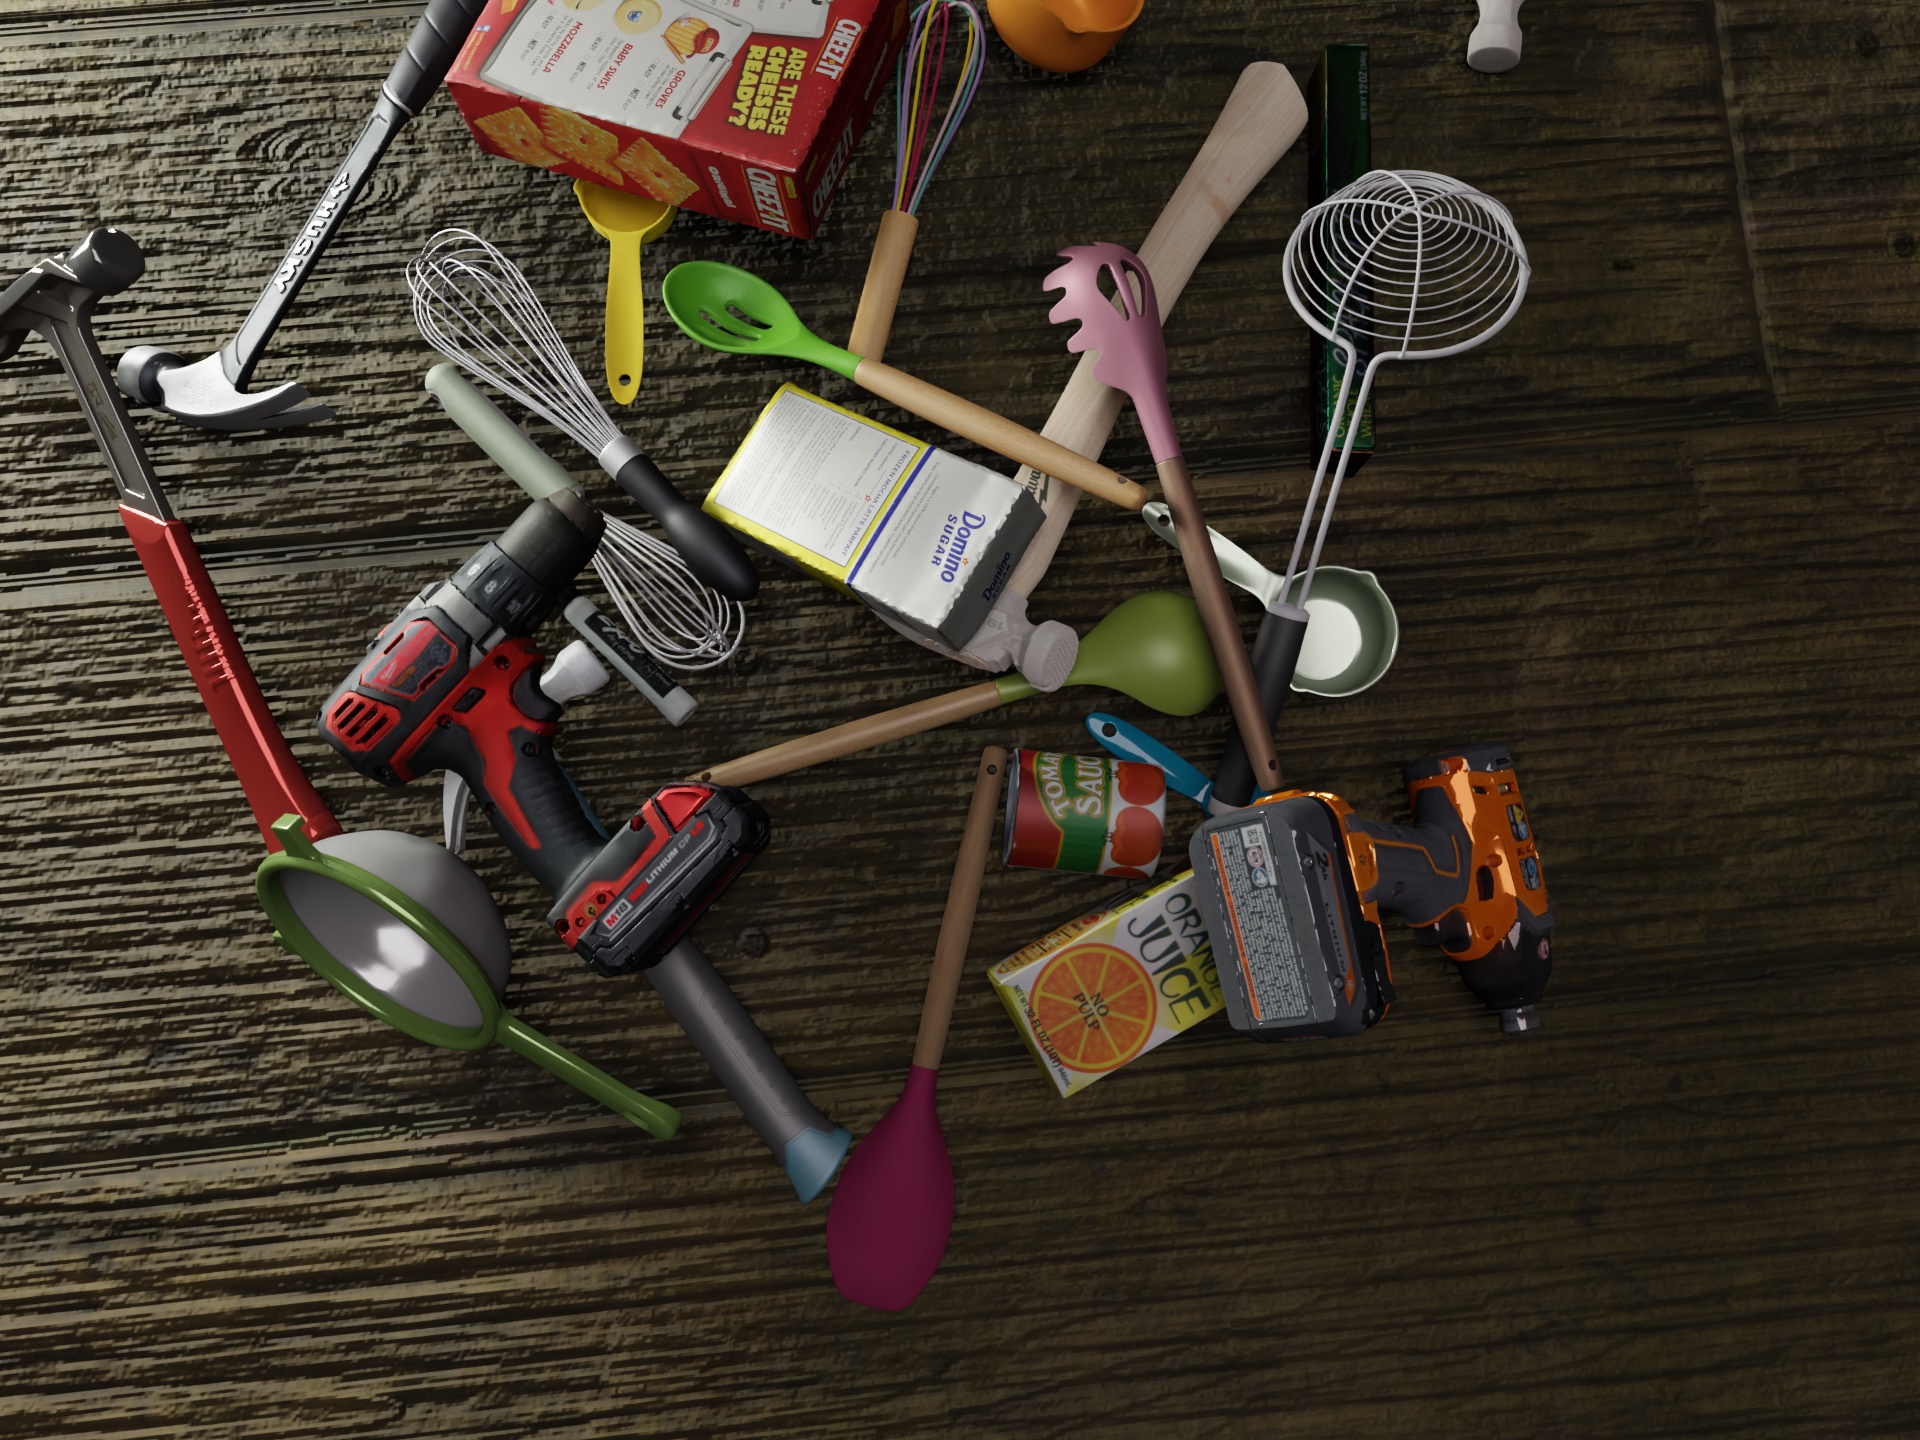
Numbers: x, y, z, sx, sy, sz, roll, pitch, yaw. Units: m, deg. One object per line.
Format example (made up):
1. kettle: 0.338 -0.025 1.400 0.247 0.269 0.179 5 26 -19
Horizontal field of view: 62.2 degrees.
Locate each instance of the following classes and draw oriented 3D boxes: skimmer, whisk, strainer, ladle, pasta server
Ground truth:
1. skimmer: 0.205 -0.120 0.878 0.127 0.090 0.363 19 105 17
2. whisk: -0.211 -0.170 0.894 0.070 0.070 0.285 -44 81 -6
3. strainer: -0.247 0.131 0.848 0.256 0.151 0.069 32 52 -1
4. ladle: -0.001 -0.003 0.911 0.320 0.062 0.078 -17 63 3
5. whisk: -0.218 -0.120 0.909 0.246 0.057 0.059 44 79 7
6. pasta server: 0.118 -0.113 0.860 0.060 0.040 0.316 -18 90 -18
7. whisk: -0.032 -0.320 0.942 0.051 0.047 0.245 15 86 -2

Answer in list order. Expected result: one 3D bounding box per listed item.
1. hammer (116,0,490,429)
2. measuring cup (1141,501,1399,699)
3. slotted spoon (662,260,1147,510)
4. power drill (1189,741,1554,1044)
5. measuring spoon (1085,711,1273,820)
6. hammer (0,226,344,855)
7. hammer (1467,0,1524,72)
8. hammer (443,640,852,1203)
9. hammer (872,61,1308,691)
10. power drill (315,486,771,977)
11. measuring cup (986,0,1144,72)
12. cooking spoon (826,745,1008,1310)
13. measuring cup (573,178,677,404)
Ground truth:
1. hammer: -0.330 -0.342 0.915 0.149 0.036 0.409 19 77 30
2. measuring cup: 0.174 -0.074 0.925 0.167 0.038 0.083 34 83 4
3. slotted spoon: -0.036 -0.185 0.891 0.314 0.031 0.070 28 51 18
4. power drill: 0.234 0.104 0.842 0.226 0.084 0.164 -8 82 -40
5. measuring spoon: 0.128 0.032 0.916 0.128 0.021 0.042 32 83 0
6. hammer: -0.439 -0.077 0.883 0.149 0.037 0.359 -22 93 31
7. hammer: 0.189 -0.492 0.976 0.331 0.031 0.130 10 83 -1
8. hammer: -0.168 0.122 0.889 0.128 0.033 0.331 -36 86 -7
9. hammer: 0.083 -0.217 0.926 0.146 0.038 0.411 23 77 26
10. power drill: -0.204 0.005 0.844 0.227 0.080 0.188 42 87 6
11. measuring cup: 0.020 -0.437 0.929 0.173 0.052 0.095 11 69 -19
12. cooking spoon: -0.015 0.170 0.897 0.069 0.017 0.319 12 83 3
13. measuring cup: -0.195 -0.260 0.936 0.062 0.029 0.156 0 86 -2
